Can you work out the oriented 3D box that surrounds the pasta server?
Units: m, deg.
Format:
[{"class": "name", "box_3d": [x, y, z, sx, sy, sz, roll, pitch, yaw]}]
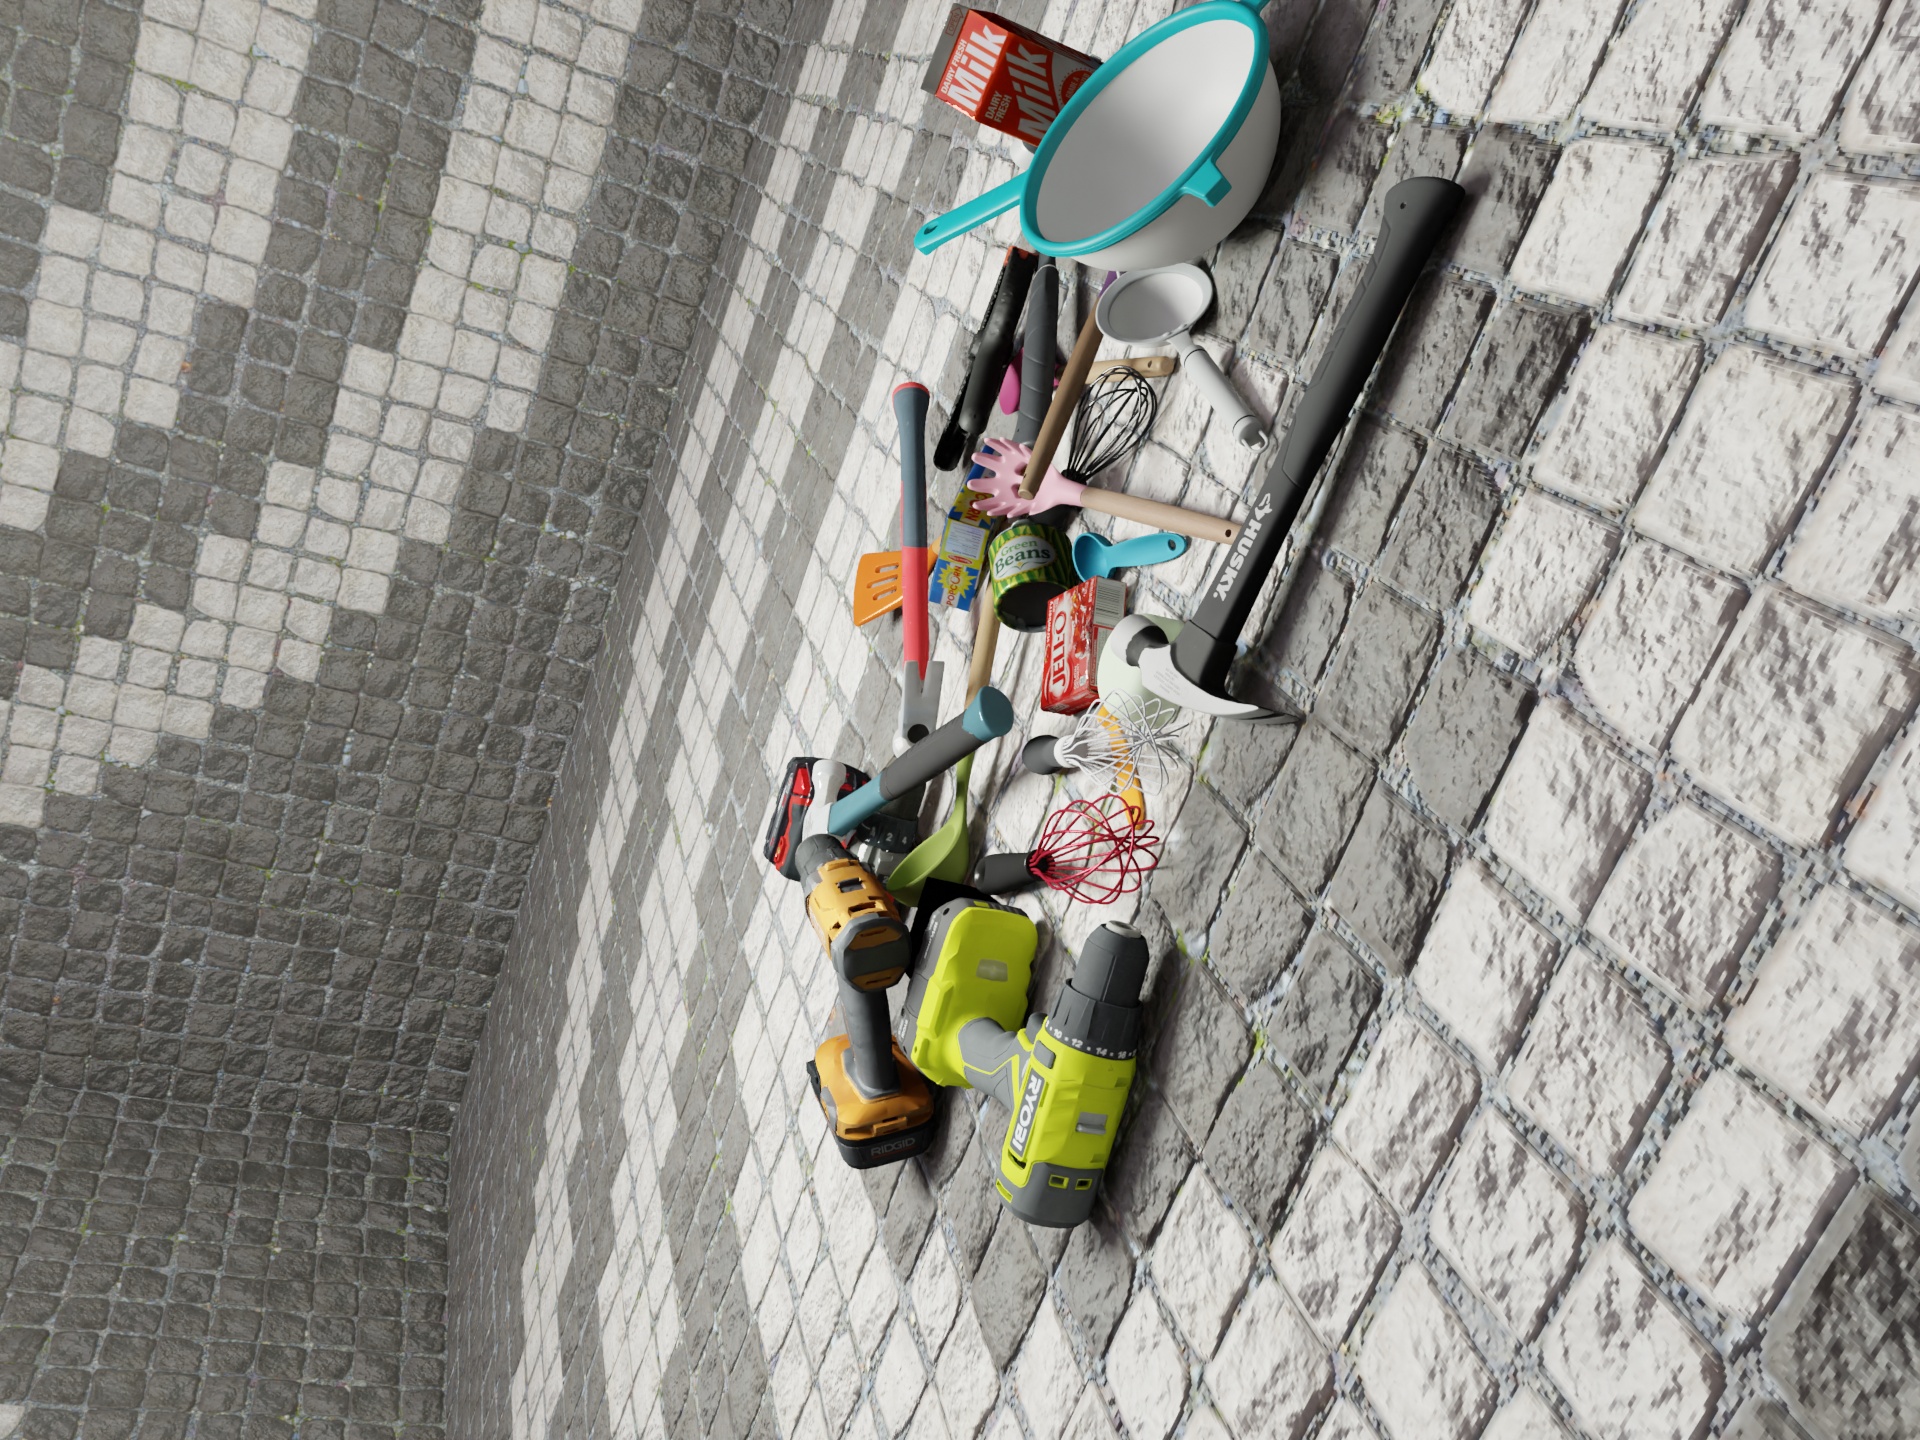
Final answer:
[{"class": "pasta server", "box_3d": [0.100, -0.156, 1.132, 0.316, 0.040, 0.060, 28, 111, 57]}]

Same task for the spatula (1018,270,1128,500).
[{"class": "spatula", "box_3d": [0.103, -0.297, 1.200, 0.060, 0.018, 0.316, -27, 37, 62]}]

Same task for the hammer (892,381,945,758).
[{"class": "hammer", "box_3d": [-0.040, -0.161, 1.412, 0.143, 0.038, 0.387, 99, 171, -58]}]

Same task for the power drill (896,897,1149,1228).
[{"class": "power drill", "box_3d": [0.045, 0.202, 1.066, 0.229, 0.080, 0.190, 28, 103, 64]}]

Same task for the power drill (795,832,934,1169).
[{"class": "power drill", "box_3d": [-0.085, 0.211, 1.252, 0.185, 0.084, 0.226, -132, 34, -61]}]

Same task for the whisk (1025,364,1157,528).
[{"class": "whisk", "box_3d": [0.085, -0.187, 1.239, 0.238, 0.055, 0.055, 125, 150, -49]}]

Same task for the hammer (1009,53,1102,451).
[{"class": "hammer", "box_3d": [0.078, -0.393, 1.361, 0.149, 0.036, 0.409, -39, 39, 54]}]

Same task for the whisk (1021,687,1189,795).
[{"class": "whisk", "box_3d": [0.085, 0.021, 1.075, 0.284, 0.070, 0.070, 163, 119, -78]}]

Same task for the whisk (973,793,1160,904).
[{"class": "whisk", "box_3d": [0.063, 0.099, 1.113, 0.296, 0.073, 0.073, 151, 129, -70]}]

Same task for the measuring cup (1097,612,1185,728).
[{"class": "measuring cup", "box_3d": [0.139, -0.062, 1.039, 0.167, 0.038, 0.083, 124, 151, -44]}]

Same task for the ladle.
[{"class": "ladle", "box_3d": [-0.002, -0.004, 1.289, 0.078, 0.062, 0.320, -158, 78, -76]}]

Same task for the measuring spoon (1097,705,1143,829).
[{"class": "measuring spoon", "box_3d": [0.109, 0.030, 1.096, 0.021, 0.011, 0.117, -58, 28, 38]}]

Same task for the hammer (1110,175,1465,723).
[{"class": "hammer", "box_3d": [0.203, -0.154, 0.929, 0.146, 0.035, 0.334, 44, 115, 50]}]

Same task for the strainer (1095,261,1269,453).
[{"class": "strainer", "box_3d": [0.159, -0.253, 1.105, 0.087, 0.050, 0.259, -25, 43, 4]}]

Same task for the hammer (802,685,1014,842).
[{"class": "hammer", "box_3d": [-0.051, 0.046, 1.285, 0.331, 0.033, 0.128, -35, 43, 54]}]

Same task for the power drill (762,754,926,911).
[{"class": "power drill", "box_3d": [-0.101, 0.099, 1.477, 0.227, 0.080, 0.188, 36, 111, 63]}]

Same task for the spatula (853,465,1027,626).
[{"class": "spatula", "box_3d": [-0.018, -0.171, 1.479, 0.322, 0.041, 0.081, -32, 49, 58]}]

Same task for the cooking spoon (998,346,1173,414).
[{"class": "cooking spoon", "box_3d": [0.095, -0.283, 1.303, 0.319, 0.017, 0.069, 25, 98, 68]}]

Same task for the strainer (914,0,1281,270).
[{"class": "strainer", "box_3d": [0.106, -0.382, 1.164, 0.340, 0.095, 0.211, -9, 56, 47]}]

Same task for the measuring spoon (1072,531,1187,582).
[{"class": "measuring spoon", "box_3d": [0.126, -0.122, 1.142, 0.129, 0.021, 0.042, -3, 106, 58]}]
